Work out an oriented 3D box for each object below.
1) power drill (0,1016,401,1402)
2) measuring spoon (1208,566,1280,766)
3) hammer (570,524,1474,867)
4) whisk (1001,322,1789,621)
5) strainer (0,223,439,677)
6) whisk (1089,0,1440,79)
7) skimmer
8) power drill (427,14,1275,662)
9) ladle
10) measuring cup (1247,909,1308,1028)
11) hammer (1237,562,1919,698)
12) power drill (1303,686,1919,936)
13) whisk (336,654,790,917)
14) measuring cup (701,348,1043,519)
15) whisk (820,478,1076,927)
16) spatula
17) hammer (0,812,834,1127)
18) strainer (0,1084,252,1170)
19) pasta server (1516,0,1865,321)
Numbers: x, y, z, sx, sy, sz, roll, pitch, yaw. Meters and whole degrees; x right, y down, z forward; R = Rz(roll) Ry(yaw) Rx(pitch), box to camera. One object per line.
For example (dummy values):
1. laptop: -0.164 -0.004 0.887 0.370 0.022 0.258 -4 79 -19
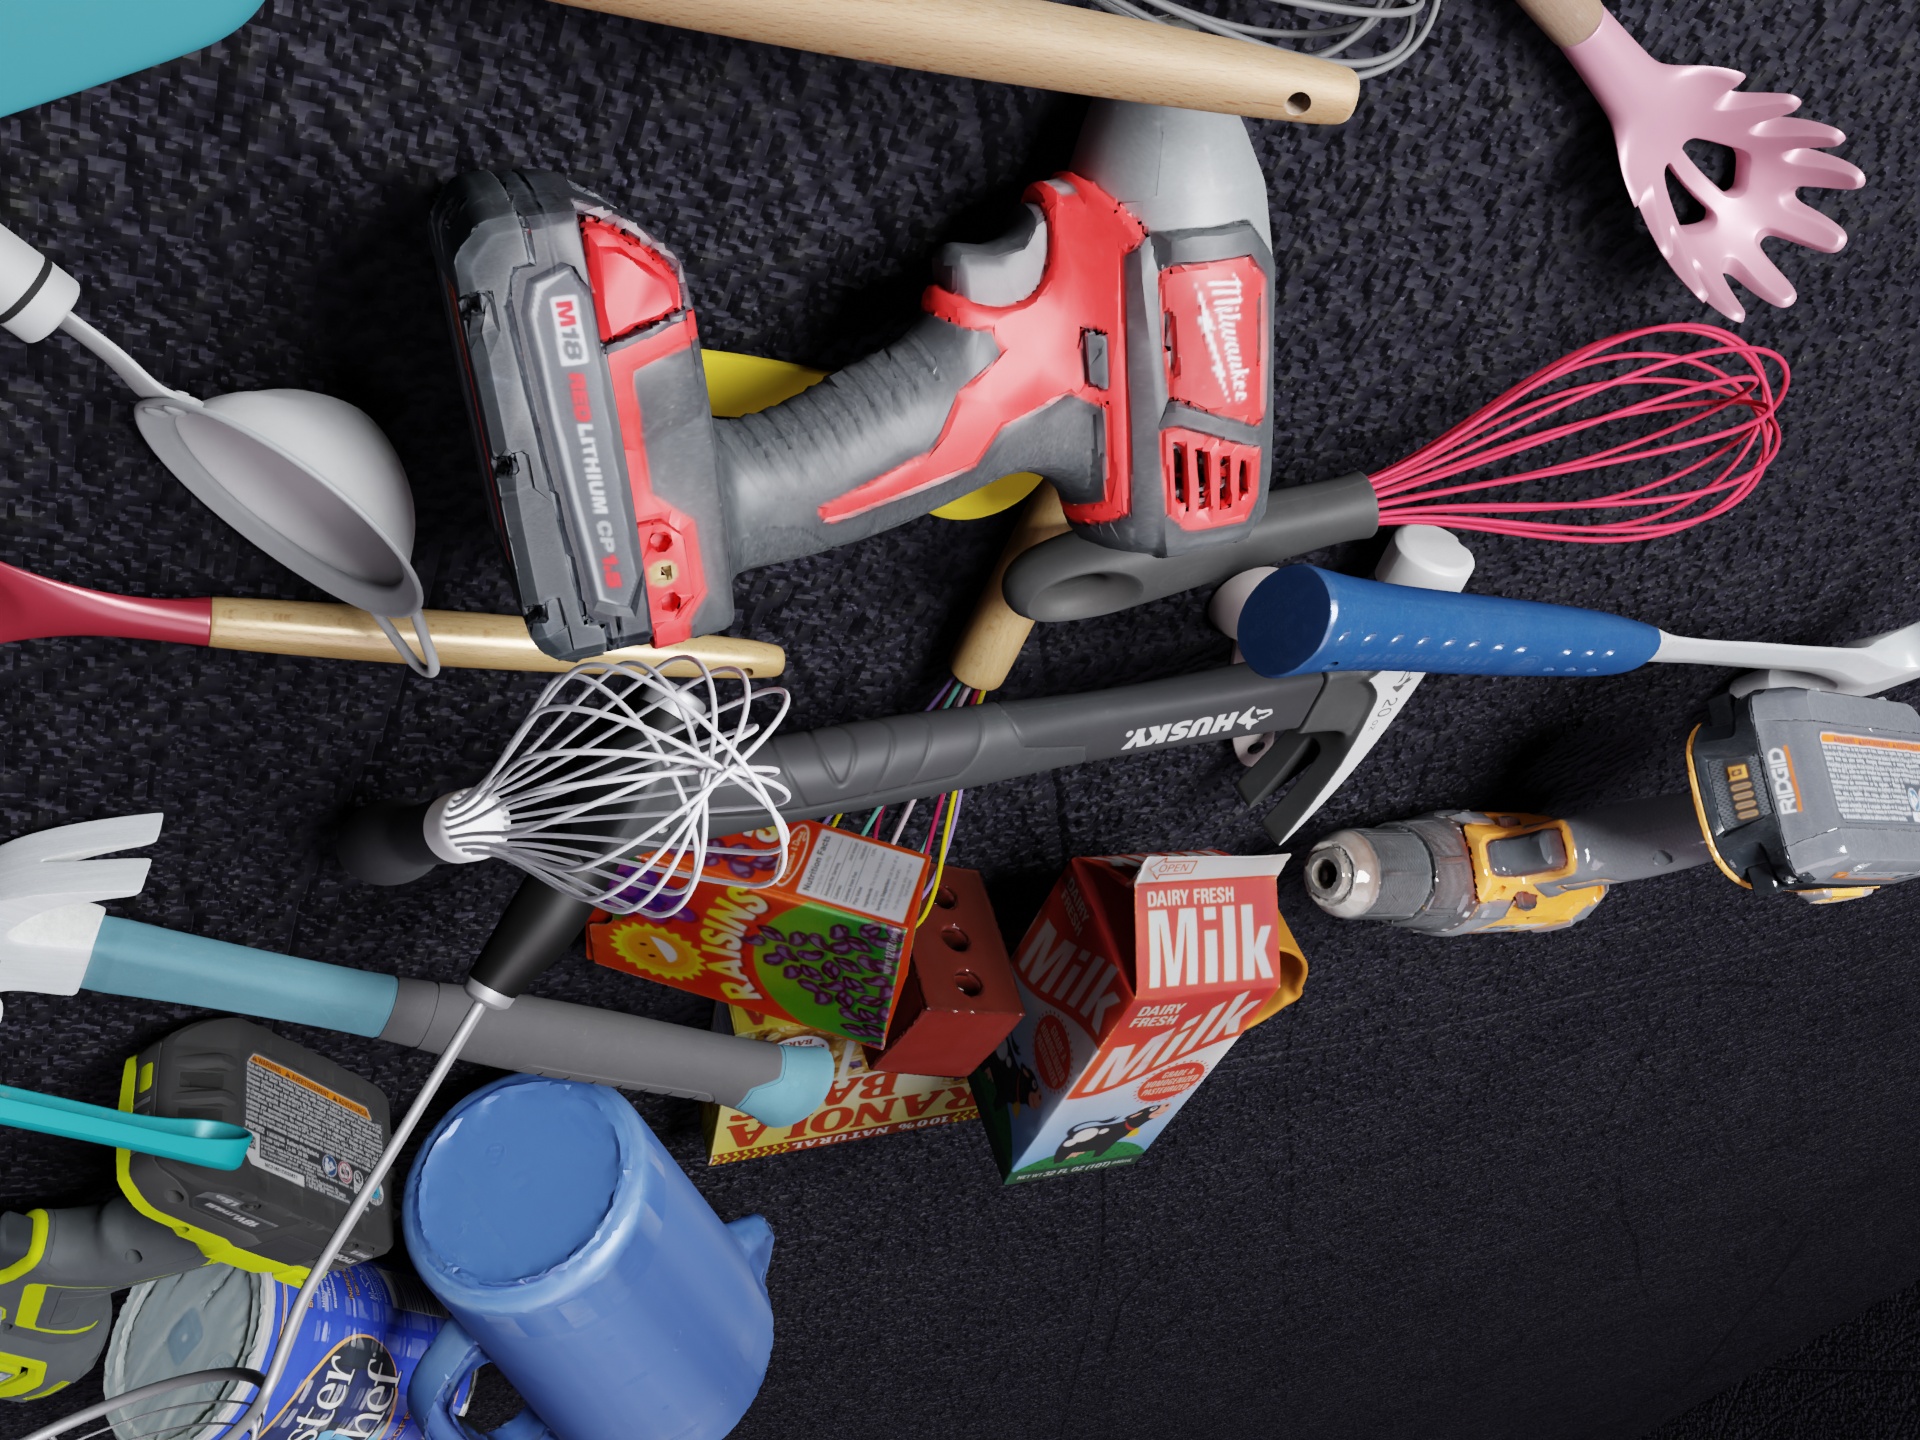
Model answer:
1. power drill: -0.371 0.205 0.649 0.228 0.080 0.190 -23 144 7
2. measuring spoon: 0.122 -0.015 0.651 0.034 0.018 0.124 -18 141 -3
3. hammer: 0.029 0.008 0.564 0.334 0.035 0.146 -9 139 -29
4. whisk: 0.155 -0.078 0.544 0.296 0.073 0.073 -15 142 -10
5. strainer: -0.211 -0.096 0.380 0.087 0.050 0.258 8 156 40
6. whisk: 0.004 -0.188 0.358 0.239 0.055 0.055 4 137 -18
7. skimmer: -0.212 0.127 0.515 0.090 0.127 0.363 33 79 -13
8. power drill: -0.017 -0.101 0.419 0.219 0.079 0.143 -13 118 -18
9. ladle: -0.199 -0.028 0.481 0.315 0.031 0.069 3 146 -31
10. measuring cup: 0.105 0.144 0.815 0.095 0.052 0.173 3 139 -28
11. hammer: 0.271 -0.031 0.616 0.405 0.035 0.144 1 159 -35
12. power drill: 0.282 0.052 0.705 0.185 0.084 0.226 4 162 -37
13. whisk: -0.132 0.029 0.465 0.070 0.070 0.284 11 166 -35
14. measuring cup: -0.040 -0.089 0.475 0.156 0.029 0.062 0 138 -29
15. whisk: 0.001 -0.001 0.595 0.051 0.047 0.244 -5 138 -36
16. spatula: -0.065 -0.151 0.343 0.317 0.044 0.082 5 144 -8
17. hammer: -0.204 0.112 0.603 0.330 0.033 0.128 17 130 -26
18. strainer: -0.322 0.056 0.447 0.211 0.095 0.340 10 162 31
19. pasta server: 0.158 -0.200 0.426 0.316 0.040 0.060 22 114 -40
